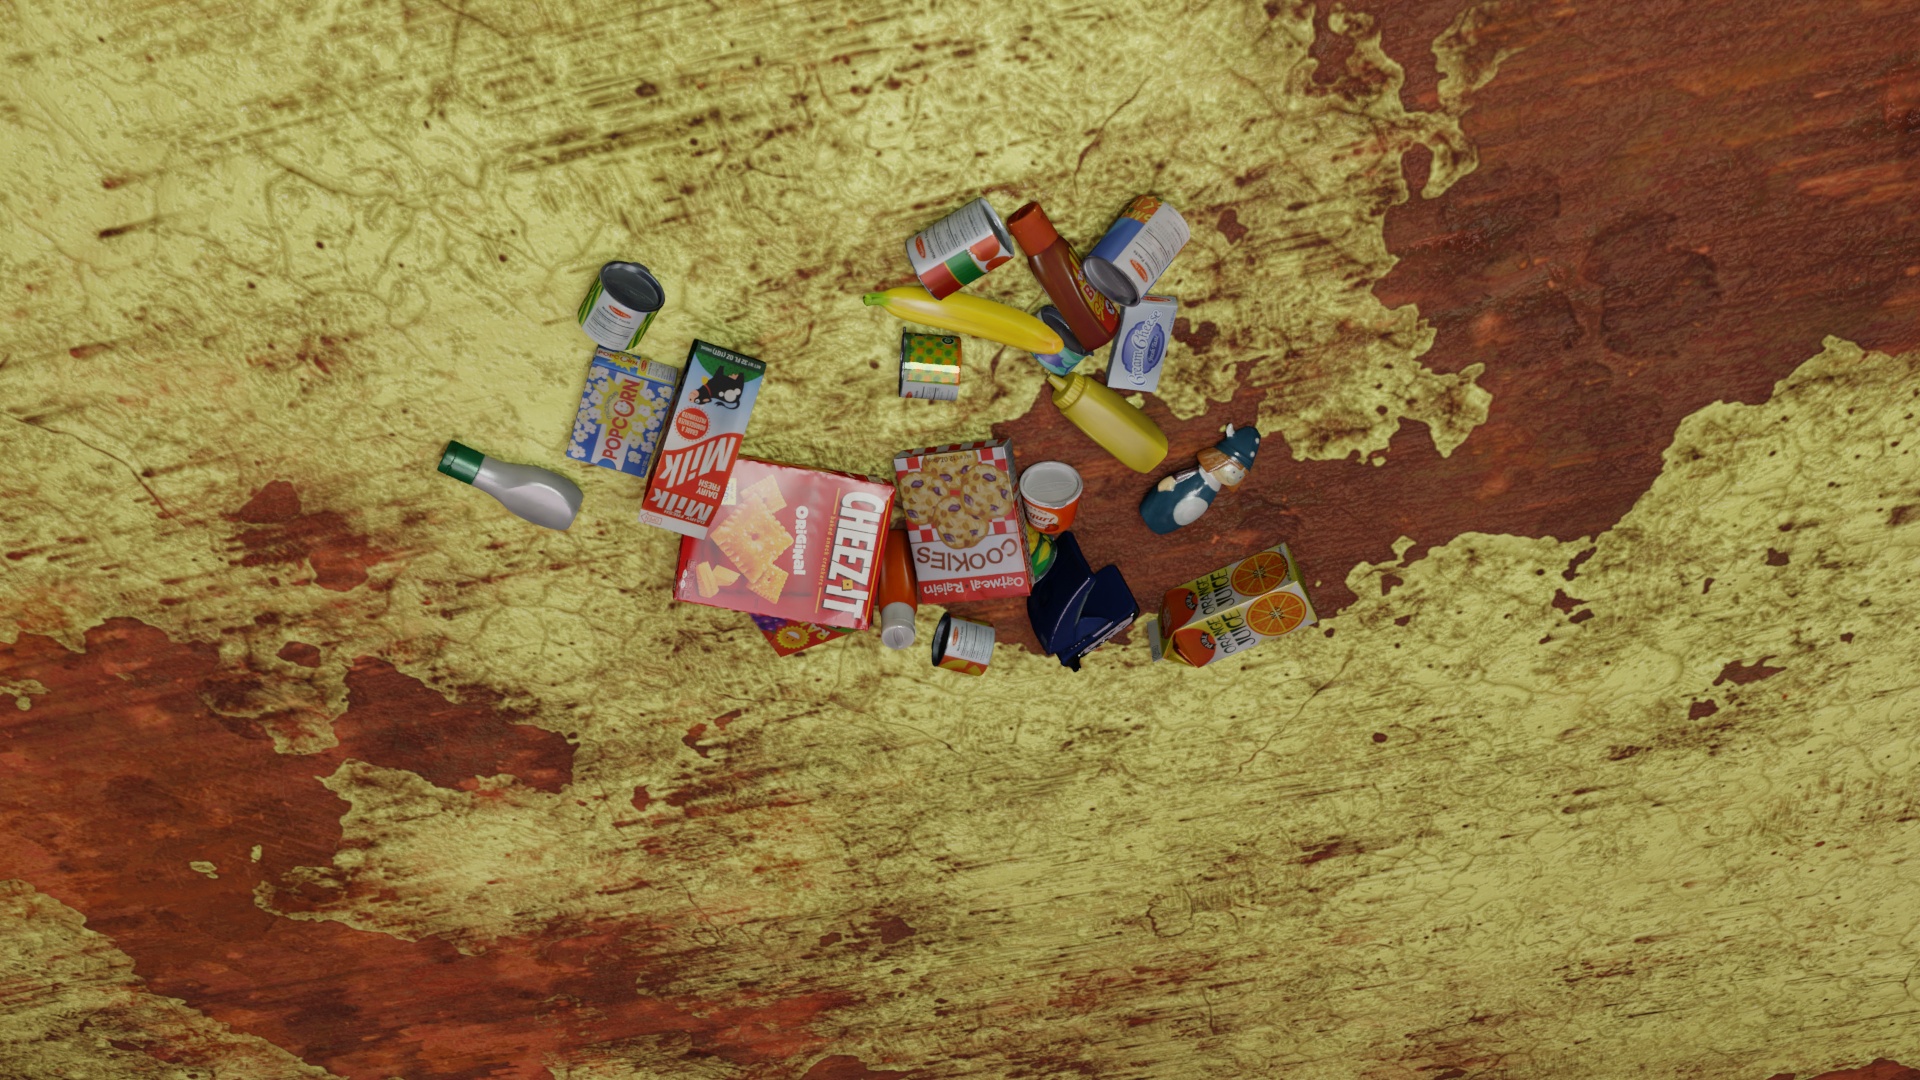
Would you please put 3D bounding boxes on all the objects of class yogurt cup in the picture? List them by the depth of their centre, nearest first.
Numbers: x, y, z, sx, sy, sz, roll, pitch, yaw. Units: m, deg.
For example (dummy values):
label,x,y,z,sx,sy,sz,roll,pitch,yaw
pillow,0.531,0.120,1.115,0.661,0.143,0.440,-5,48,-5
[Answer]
label,x,y,z,sx,sy,sz,roll,pitch,yaw
yogurt cup,0.098,-0.045,1.510,0.072,0.073,0.053,-3,138,0

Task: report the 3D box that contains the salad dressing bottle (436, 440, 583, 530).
label,x,y,z,sx,sy,sz,roll,pitch,yaw
salad dressing bottle,-0.481,-0.061,1.485,0.147,0.044,0.064,26,126,-20

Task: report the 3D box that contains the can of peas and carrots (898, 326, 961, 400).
label,x,y,z,sx,sy,sz,roll,pitch,yaw
can of peas and carrots,-0.031,-0.177,1.394,0.059,0.071,0.070,4,130,-6

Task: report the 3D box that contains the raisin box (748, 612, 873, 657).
label,x,y,z,sx,sy,sz,roll,pitch,yaw
raisin box,-0.174,0.080,1.617,0.123,0.040,0.085,-20,128,14

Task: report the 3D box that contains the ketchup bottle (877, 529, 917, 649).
label,x,y,z,sx,sy,sz,roll,pitch,yaw
ketchup bottle,-0.069,0.056,1.530,0.043,0.149,0.064,-9,130,3

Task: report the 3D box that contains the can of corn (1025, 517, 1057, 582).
label,x,y,z,sx,sy,sz,roll,pitch,yaw
can of corn,0.065,0.007,1.551,0.071,0.071,0.058,-36,122,24

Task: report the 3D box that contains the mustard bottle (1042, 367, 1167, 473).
label,x,y,z,sx,sy,sz,roll,pitch,yaw
mustard bottle,0.144,-0.133,1.441,0.160,0.065,0.048,34,116,-20

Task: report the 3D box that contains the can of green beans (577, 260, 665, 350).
label,x,y,z,sx,sy,sz,roll,pitch,yaw
can of green beans,-0.327,-0.225,1.336,0.071,0.071,0.057,26,130,-22

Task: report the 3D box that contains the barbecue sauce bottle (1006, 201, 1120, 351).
label,x,y,z,sx,sy,sz,roll,pitch,yaw
barbecue sauce bottle,0.099,-0.256,1.337,0.043,0.065,0.148,-24,118,29

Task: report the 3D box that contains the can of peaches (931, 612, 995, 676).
label,x,y,z,sx,sy,sz,roll,pitch,yaw
can of peaches,0.003,0.124,1.645,0.058,0.071,0.071,14,128,-14

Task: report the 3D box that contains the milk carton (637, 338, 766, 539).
label,x,y,z,sx,sy,sz,roll,pitch,yaw
milk carton,-0.259,-0.100,1.384,0.072,0.073,0.190,17,94,-17

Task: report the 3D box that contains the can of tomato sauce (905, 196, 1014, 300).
label,x,y,z,sx,sy,sz,roll,pitch,yaw
can of tomato sauce,0.001,-0.275,1.313,0.083,0.071,0.071,-27,126,18

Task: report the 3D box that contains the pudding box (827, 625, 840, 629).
label,x,y,z,sx,sy,sz,roll,pitch,yaw
pudding box,-0.165,0.062,1.557,0.084,0.030,0.049,19,122,-10

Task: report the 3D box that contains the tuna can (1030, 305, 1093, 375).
label,x,y,z,sx,sy,sz,roll,pitch,yaw
tuna can,0.096,-0.197,1.380,0.071,0.071,0.032,32,123,-25

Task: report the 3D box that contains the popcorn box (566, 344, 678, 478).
label,x,y,z,sx,sy,sz,roll,pitch,yaw
popcorn box,-0.349,-0.133,1.434,0.085,0.038,0.126,16,127,-16

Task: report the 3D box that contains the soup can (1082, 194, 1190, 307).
label,x,y,z,sx,sy,sz,roll,pitch,yaw
soup can,0.163,-0.271,1.301,0.084,0.071,0.071,-51,124,-13

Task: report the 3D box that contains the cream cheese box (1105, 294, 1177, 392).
label,x,y,z,sx,sy,sz,roll,pitch,yaw
cream cheese box,0.183,-0.201,1.408,0.053,0.024,0.103,5,129,-5

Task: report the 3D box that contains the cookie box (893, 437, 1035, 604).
label,x,y,z,sx,sy,sz,roll,pitch,yaw
cookie box,0.005,-0.019,1.488,0.123,0.040,0.167,-6,106,16

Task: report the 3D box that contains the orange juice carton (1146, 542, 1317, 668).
label,x,y,z,sx,sy,sz,roll,pitch,yaw
orange juice carton,0.308,0.084,1.619,0.192,0.072,0.072,-24,126,16
